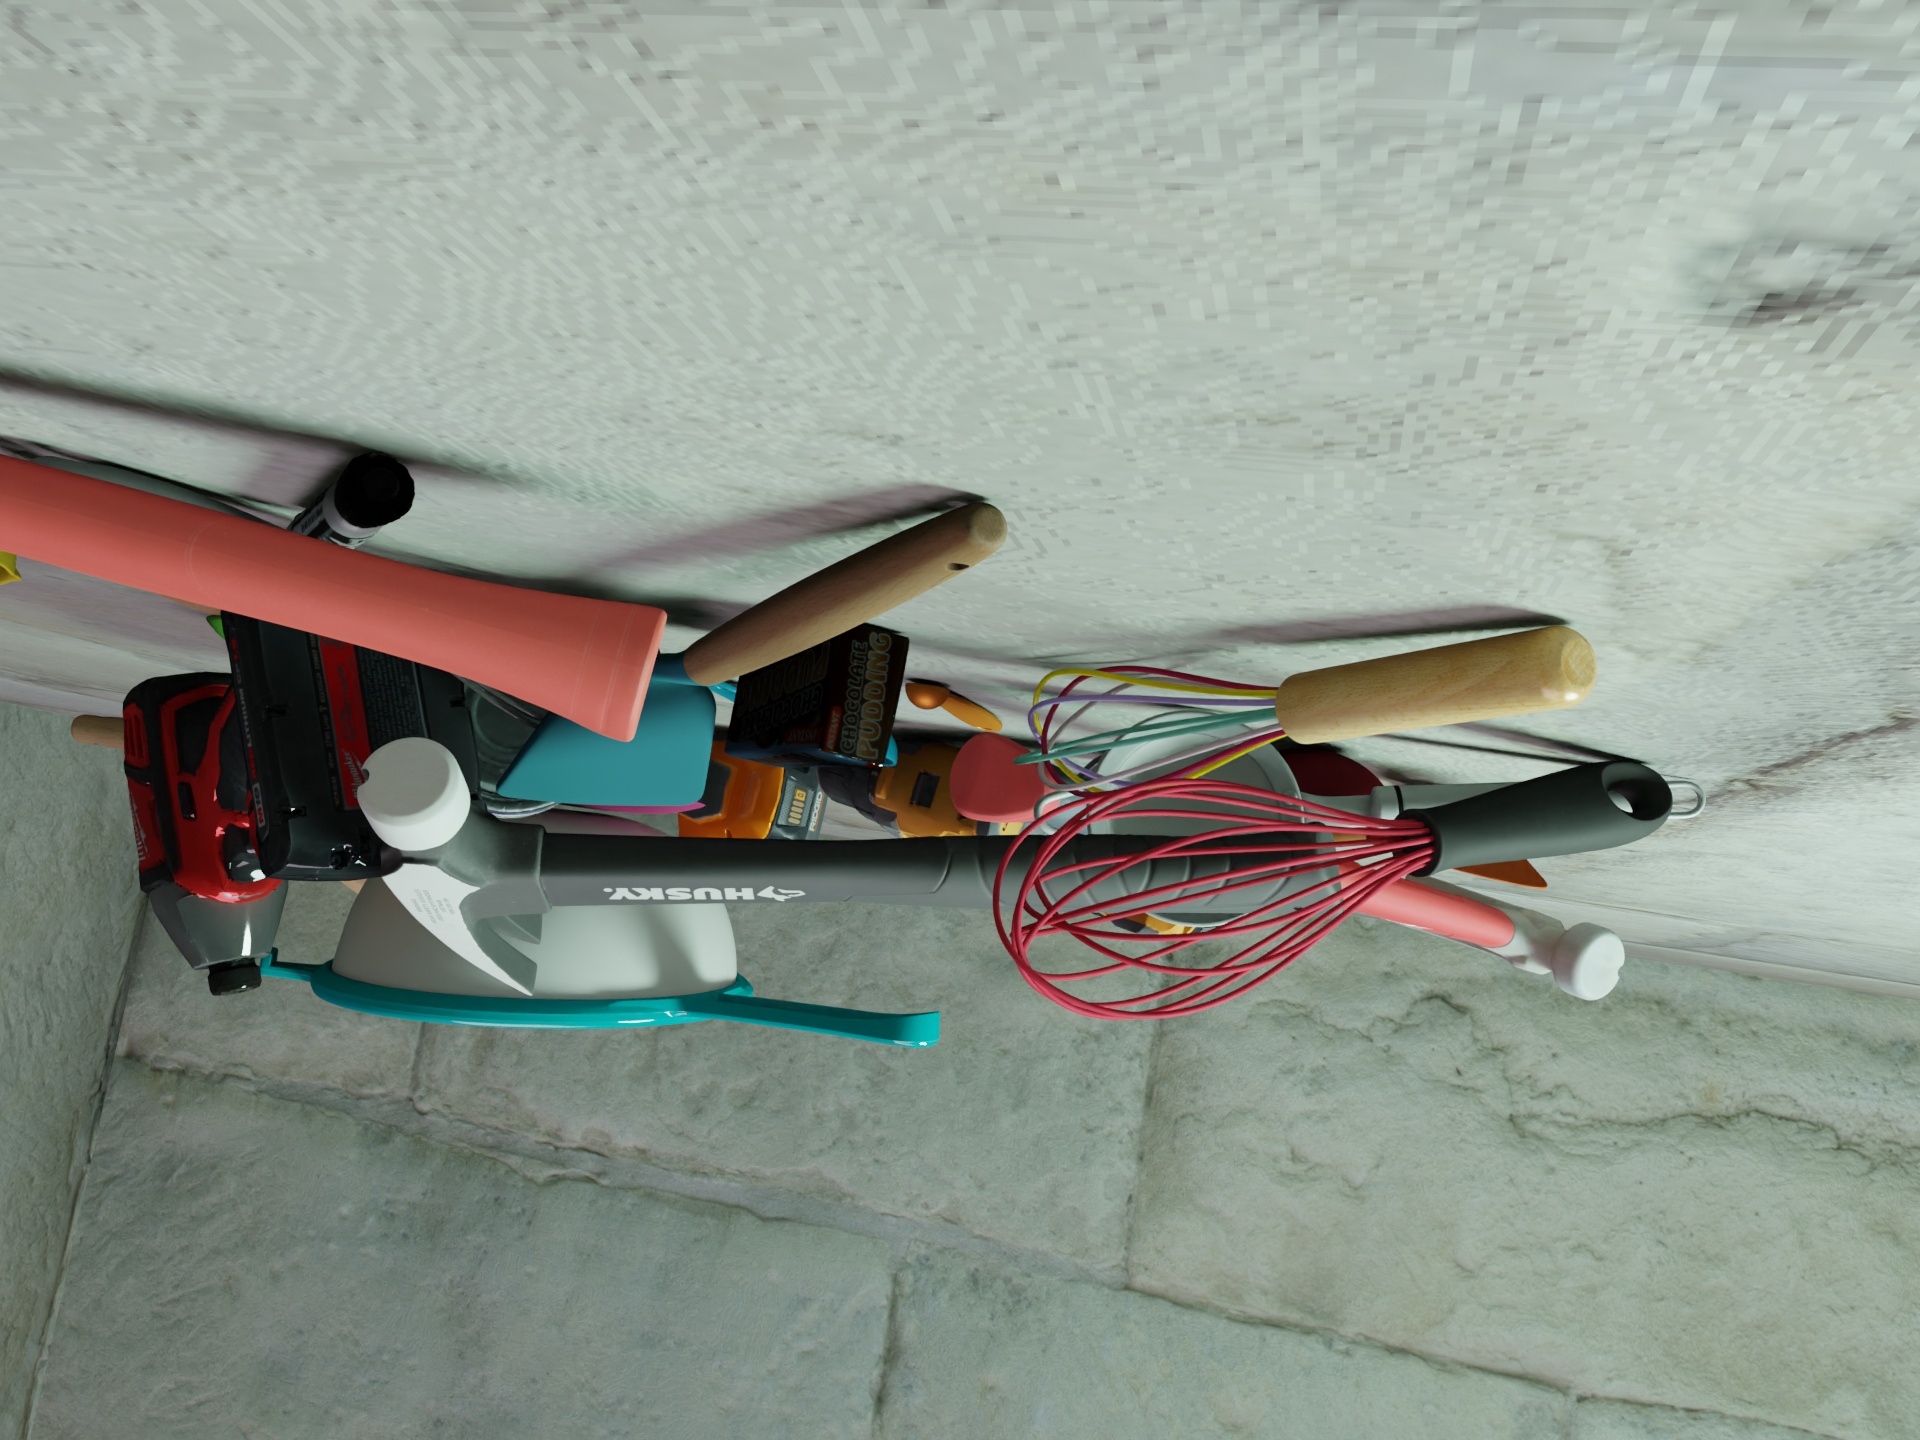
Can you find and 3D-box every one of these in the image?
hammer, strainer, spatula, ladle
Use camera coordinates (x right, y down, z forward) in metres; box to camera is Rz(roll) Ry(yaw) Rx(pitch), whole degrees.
[{"bbox_3d":[-0.251,-0.059,0.384,0.359,0.037,0.149,15,173,-8],"label":"hammer"},{"bbox_3d":[-0.027,0.056,0.567,0.334,0.035,0.146,1,150,-4],"label":"hammer"},{"bbox_3d":[0.150,0.068,0.774,0.386,0.038,0.143,18,180,-32],"label":"hammer"},{"bbox_3d":[0.159,0.037,0.624,0.258,0.087,0.050,-2,164,5],"label":"strainer"},{"bbox_3d":[-0.069,-0.012,0.500,0.082,0.044,0.317,5,169,-28],"label":"spatula"},{"bbox_3d":[0.223,0.062,0.847,0.081,0.041,0.322,15,175,3],"label":"spatula"},{"bbox_3d":[0.157,0.039,0.805,0.069,0.031,0.315,14,175,3],"label":"ladle"},{"bbox_3d":[-0.153,0.091,0.755,0.340,0.095,0.211,1,177,33],"label":"strainer"}]

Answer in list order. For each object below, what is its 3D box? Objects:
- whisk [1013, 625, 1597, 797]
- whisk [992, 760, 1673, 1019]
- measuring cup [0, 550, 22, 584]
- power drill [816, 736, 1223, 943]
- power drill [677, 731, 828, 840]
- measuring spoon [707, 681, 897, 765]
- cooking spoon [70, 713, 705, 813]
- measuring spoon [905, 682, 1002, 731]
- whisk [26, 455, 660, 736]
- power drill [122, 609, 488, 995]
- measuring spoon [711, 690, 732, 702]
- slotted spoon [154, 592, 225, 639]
[{"bbox_3d":[0.089,-0.004,0.496,0.051,0.047,0.245,-1,175,-30],"label":"whisk"},{"bbox_3d":[0.136,0.044,0.523,0.295,0.073,0.073,-7,-178,-31],"label":"whisk"},{"bbox_3d":[-0.340,-0.080,0.528,0.062,0.029,0.156,11,161,-33],"label":"measuring cup"},{"bbox_3d":[0.038,0.062,0.945,0.226,0.084,0.185,21,174,-41],"label":"power drill"},{"bbox_3d":[-0.195,0.031,0.992,0.226,0.084,0.164,19,169,-36],"label":"power drill"},{"bbox_3d":[-0.081,-0.006,0.814,0.042,0.021,0.128,3,162,47],"label":"measuring spoon"},{"bbox_3d":[-0.282,0.023,0.779,0.319,0.017,0.068,7,173,5],"label":"cooking spoon"},{"bbox_3d":[-0.001,-0.002,0.729,0.021,0.011,0.116,7,173,17],"label":"measuring spoon"},{"bbox_3d":[-0.201,-0.041,0.555,0.055,0.055,0.238,2,166,46],"label":"whisk"},{"bbox_3d":[-0.281,0.030,0.649,0.078,0.143,0.219,-4,168,-43],"label":"power drill"},{"bbox_3d":[-0.161,-0.012,0.832,0.124,0.018,0.034,8,173,3],"label":"measuring spoon"},{"bbox_3d":[-0.306,-0.054,0.628,0.070,0.031,0.313,8,173,-3],"label":"slotted spoon"}]
